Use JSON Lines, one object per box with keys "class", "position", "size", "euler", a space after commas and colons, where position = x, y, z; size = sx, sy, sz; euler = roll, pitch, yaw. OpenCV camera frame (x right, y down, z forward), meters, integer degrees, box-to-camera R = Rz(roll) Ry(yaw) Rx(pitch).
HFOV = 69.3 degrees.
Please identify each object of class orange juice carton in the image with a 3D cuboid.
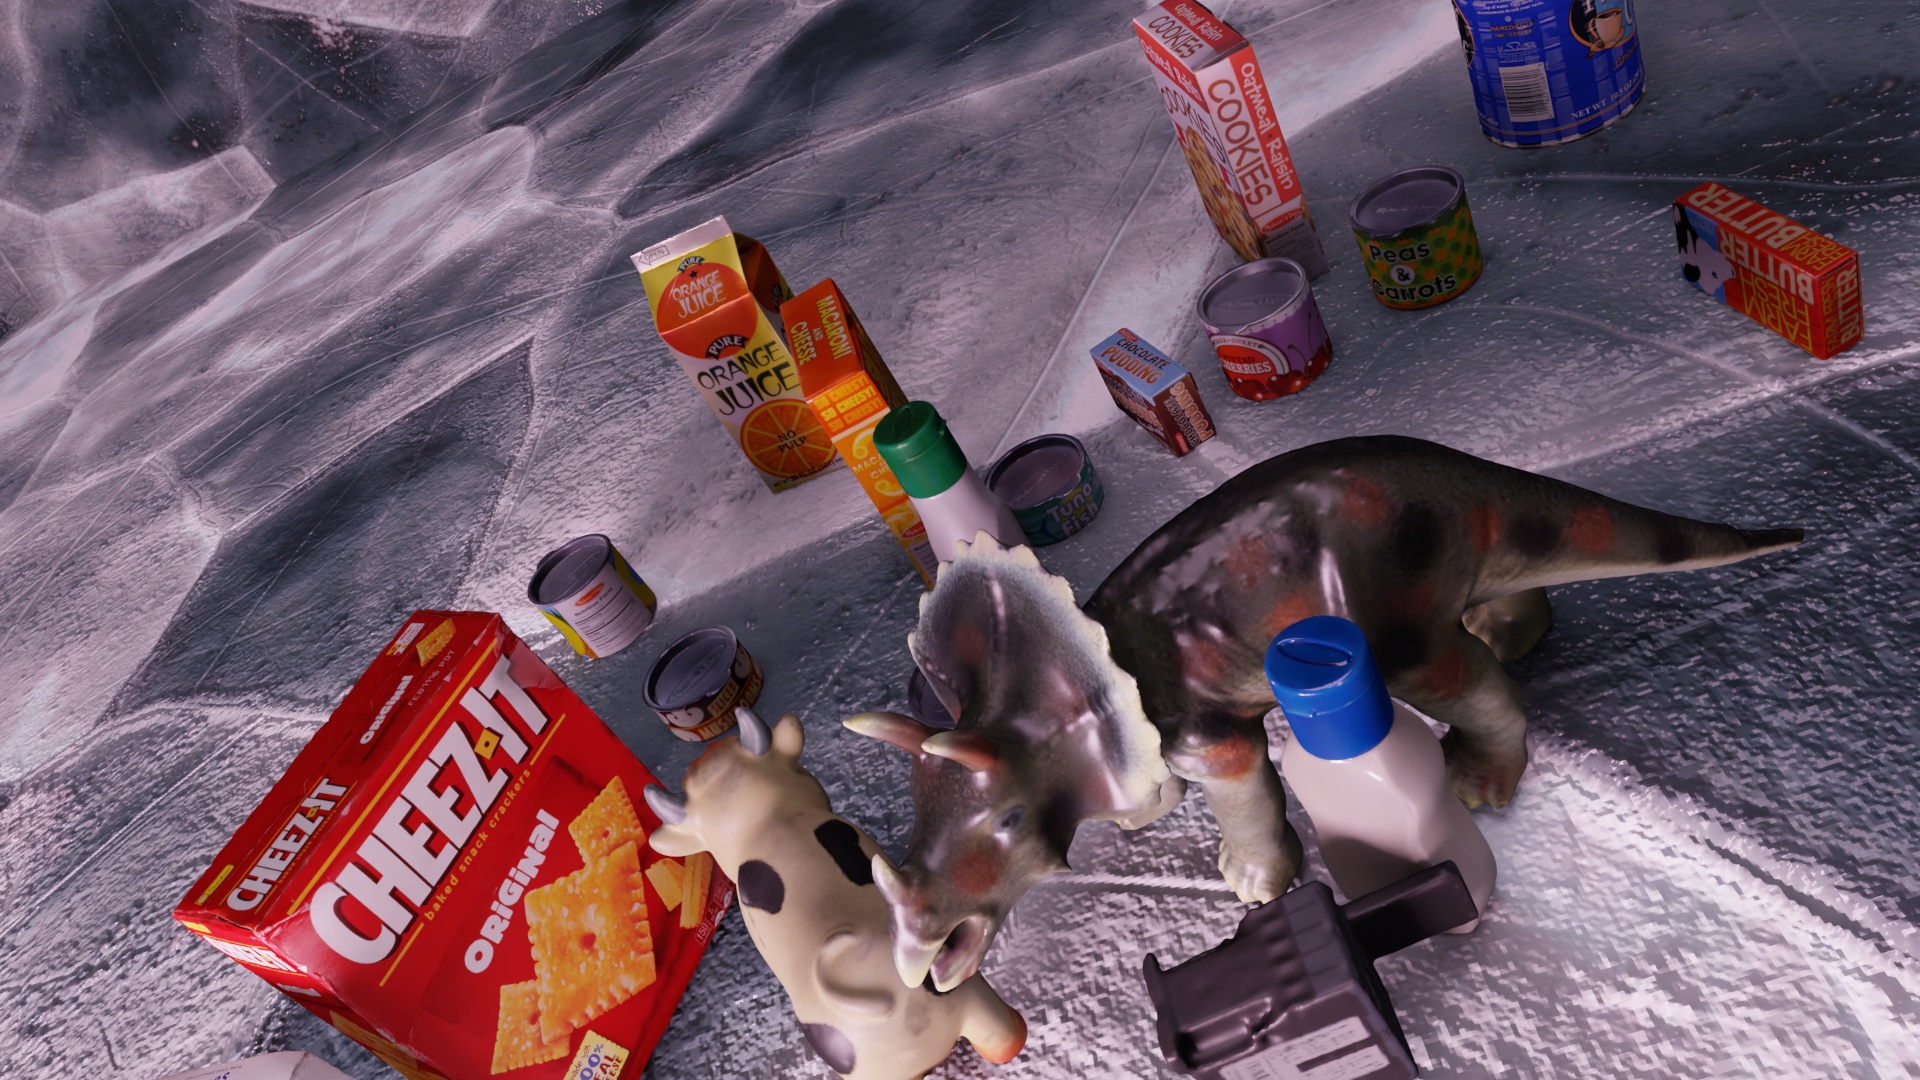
{"class": "orange juice carton", "position": [-0.144, -0.132, 0.955], "size": [0.072, 0.192, 0.073], "euler": [-21, 37, 15]}

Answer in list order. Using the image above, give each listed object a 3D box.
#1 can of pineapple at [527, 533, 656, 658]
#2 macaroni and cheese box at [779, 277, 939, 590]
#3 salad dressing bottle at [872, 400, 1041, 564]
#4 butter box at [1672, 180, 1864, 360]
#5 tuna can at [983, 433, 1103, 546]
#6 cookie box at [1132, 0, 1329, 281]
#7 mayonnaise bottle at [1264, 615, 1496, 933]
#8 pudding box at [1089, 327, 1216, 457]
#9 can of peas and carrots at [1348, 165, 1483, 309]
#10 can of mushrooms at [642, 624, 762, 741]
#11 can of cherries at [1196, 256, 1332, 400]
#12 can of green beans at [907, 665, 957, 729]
{"class": "can of pineapple", "position": [-0.251, 0.037, 0.946], "size": [0.071, 0.057, 0.071], "euler": [-20, 37, 16]}
{"class": "macaroni and cheese box", "position": [-0.042, -0.058, 0.815], "size": [0.040, 0.166, 0.124], "euler": [-28, 36, 5]}
{"class": "salad dressing bottle", "position": [0.003, -0.009, 0.741], "size": [0.044, 0.147, 0.064], "euler": [-15, 39, 22]}
{"class": "butter box", "position": [0.397, -0.134, 0.685], "size": [0.024, 0.053, 0.104], "euler": [-29, 36, 4]}
{"class": "tuna can", "position": [0.051, -0.030, 0.828], "size": [0.071, 0.032, 0.071], "euler": [-20, 37, 16]}
{"class": "cookie box", "position": [0.174, -0.256, 0.893], "size": [0.040, 0.166, 0.123], "euler": [-28, 36, 6]}
{"class": "mayonnaise bottle", "position": [0.153, 0.089, 0.515], "size": [0.065, 0.147, 0.041], "euler": [9, 52, 42]}
{"class": "pudding box", "position": [0.116, -0.091, 0.840], "size": [0.030, 0.049, 0.084], "euler": [-34, 36, -3]}
{"class": "can of peas and carrots", "position": [0.270, -0.178, 0.824], "size": [0.071, 0.058, 0.071], "euler": [-20, 37, 16]}
{"class": "can of mushrooms", "position": [-0.154, 0.087, 0.838], "size": [0.071, 0.033, 0.071], "euler": [-20, 37, 16]}
{"class": "can of cherries", "position": [0.180, -0.124, 0.825], "size": [0.071, 0.058, 0.072], "euler": [-20, 37, 16]}
{"class": "can of green beans", "position": [0.015, 0.085, 0.697], "size": [0.071, 0.057, 0.071], "euler": [-20, 37, 16]}
